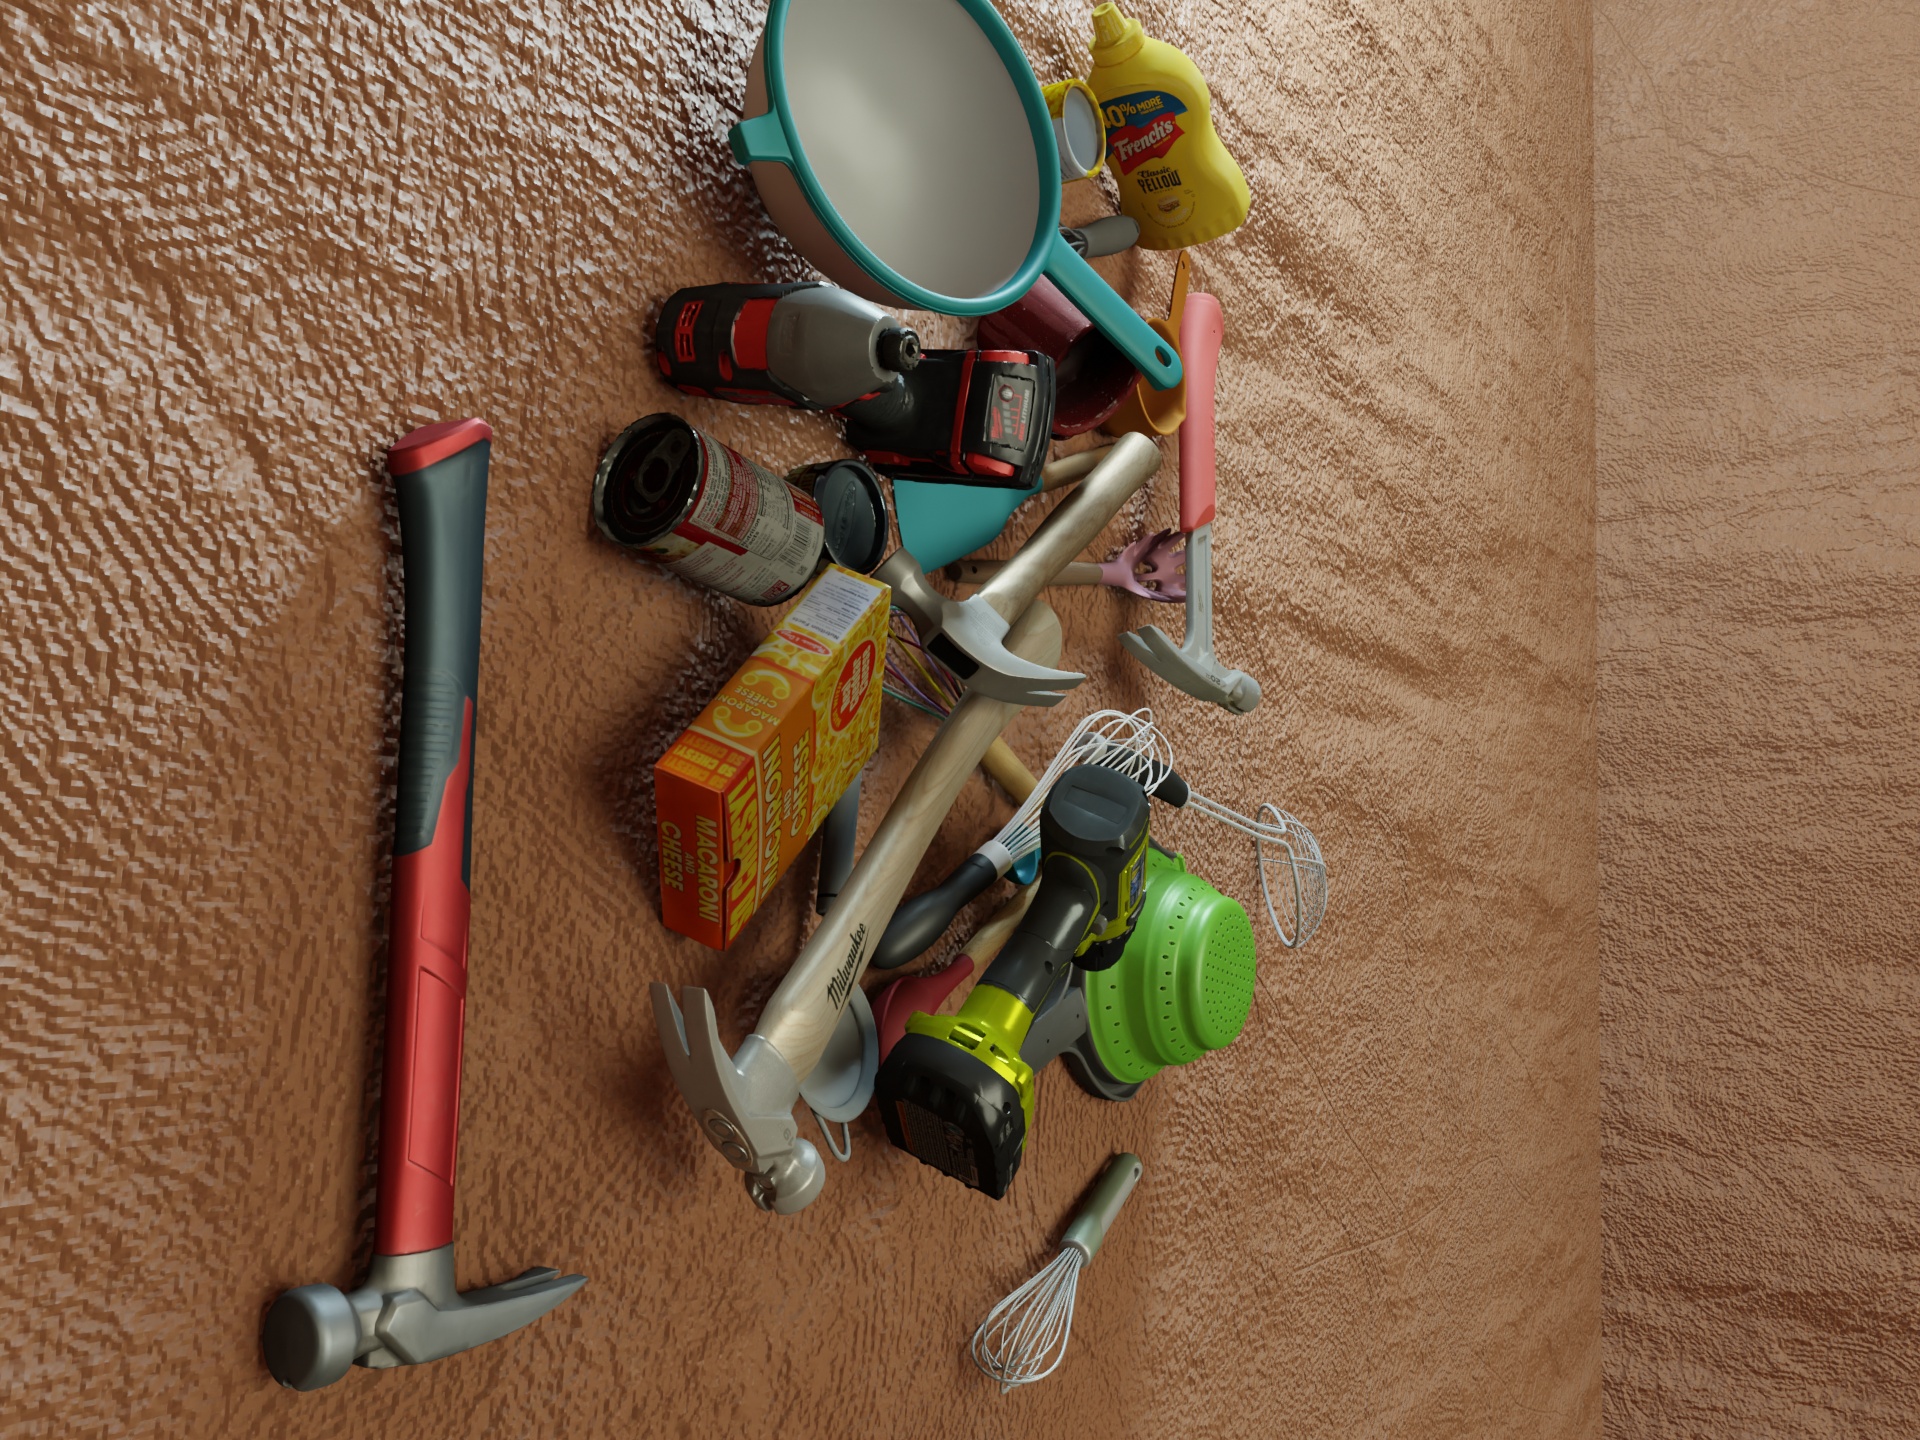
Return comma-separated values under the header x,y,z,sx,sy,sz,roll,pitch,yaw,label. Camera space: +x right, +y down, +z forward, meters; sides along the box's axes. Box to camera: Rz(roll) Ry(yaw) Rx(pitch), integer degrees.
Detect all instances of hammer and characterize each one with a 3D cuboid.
x,y,z,sx,sy,sz,roll,pitch,yaw,label
-0.212,0.067,0.674,0.143,0.038,0.386,10,80,-58,hammer
-0.032,0.055,0.866,0.411,0.038,0.146,-59,140,-43,hammer
0.180,-0.188,1.244,0.149,0.037,0.359,28,55,-42,hammer
0.063,-0.112,1.012,0.130,0.031,0.331,45,39,-3,hammer

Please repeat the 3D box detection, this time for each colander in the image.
x,y,z,sx,sy,sz,roll,pitch,yaw,label
0.114,0.203,1.111,0.397,0.094,0.204,-25,111,-54,colander

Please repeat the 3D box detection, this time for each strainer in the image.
x,y,z,sx,sy,sz,roll,pitch,yaw,label
-0.073,0.112,0.885,0.086,0.050,0.259,31,57,-52,strainer
-0.004,-0.288,0.924,0.340,0.095,0.211,34,60,-36,strainer

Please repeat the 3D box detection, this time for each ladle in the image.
x,y,z,sx,sy,sz,roll,pitch,yaw,label
0.016,0.144,1.031,0.315,0.031,0.069,-37,129,-54,ladle

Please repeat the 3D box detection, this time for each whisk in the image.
x,y,z,sx,sy,sz,roll,pitch,yaw,label
0.040,0.072,1.018,0.284,0.070,0.070,-37,119,-36,whisk
-0.001,-0.002,0.999,0.051,0.047,0.244,-62,142,-17,whisk
0.076,0.371,1.093,0.246,0.059,0.057,-37,131,-57,whisk
0.080,-0.345,1.145,0.239,0.055,0.055,-38,120,-57,whisk

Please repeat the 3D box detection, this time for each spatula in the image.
x,y,z,sx,sy,sz,roll,pitch,yaw,label
0.051,-0.170,1.108,0.317,0.044,0.082,-30,114,-59,spatula

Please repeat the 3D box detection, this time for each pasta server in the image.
x,y,z,sx,sy,sz,roll,pitch,yaw,label
0.090,-0.109,1.149,0.316,0.040,0.060,-7,81,-56,pasta server

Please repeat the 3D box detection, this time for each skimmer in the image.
x,y,z,sx,sy,sz,roll,pitch,yaw,label
0.192,0.092,1.293,0.363,0.090,0.127,26,42,-42,skimmer

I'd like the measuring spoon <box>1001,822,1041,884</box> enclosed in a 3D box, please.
x,y,z,sx,sy,sz,roll,pitch,yaw,label
0.051,0.084,1.103,0.128,0.021,0.042,-20,100,-65,measuring spoon

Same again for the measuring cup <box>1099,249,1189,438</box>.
x,y,z,sx,sy,sz,roll,pitch,yaw,label
0.140,-0.293,1.224,0.095,0.052,0.174,47,49,-45,measuring cup

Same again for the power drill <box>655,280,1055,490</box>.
x,y,z,sx,sy,sz,roll,pitch,yaw,label
-0.042,-0.182,0.854,0.219,0.143,0.078,5,94,-59,power drill

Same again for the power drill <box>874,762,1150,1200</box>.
x,y,z,sx,sy,sz,roll,pitch,yaw,label
0.044,0.160,0.947,0.229,0.080,0.190,-56,158,-29,power drill
